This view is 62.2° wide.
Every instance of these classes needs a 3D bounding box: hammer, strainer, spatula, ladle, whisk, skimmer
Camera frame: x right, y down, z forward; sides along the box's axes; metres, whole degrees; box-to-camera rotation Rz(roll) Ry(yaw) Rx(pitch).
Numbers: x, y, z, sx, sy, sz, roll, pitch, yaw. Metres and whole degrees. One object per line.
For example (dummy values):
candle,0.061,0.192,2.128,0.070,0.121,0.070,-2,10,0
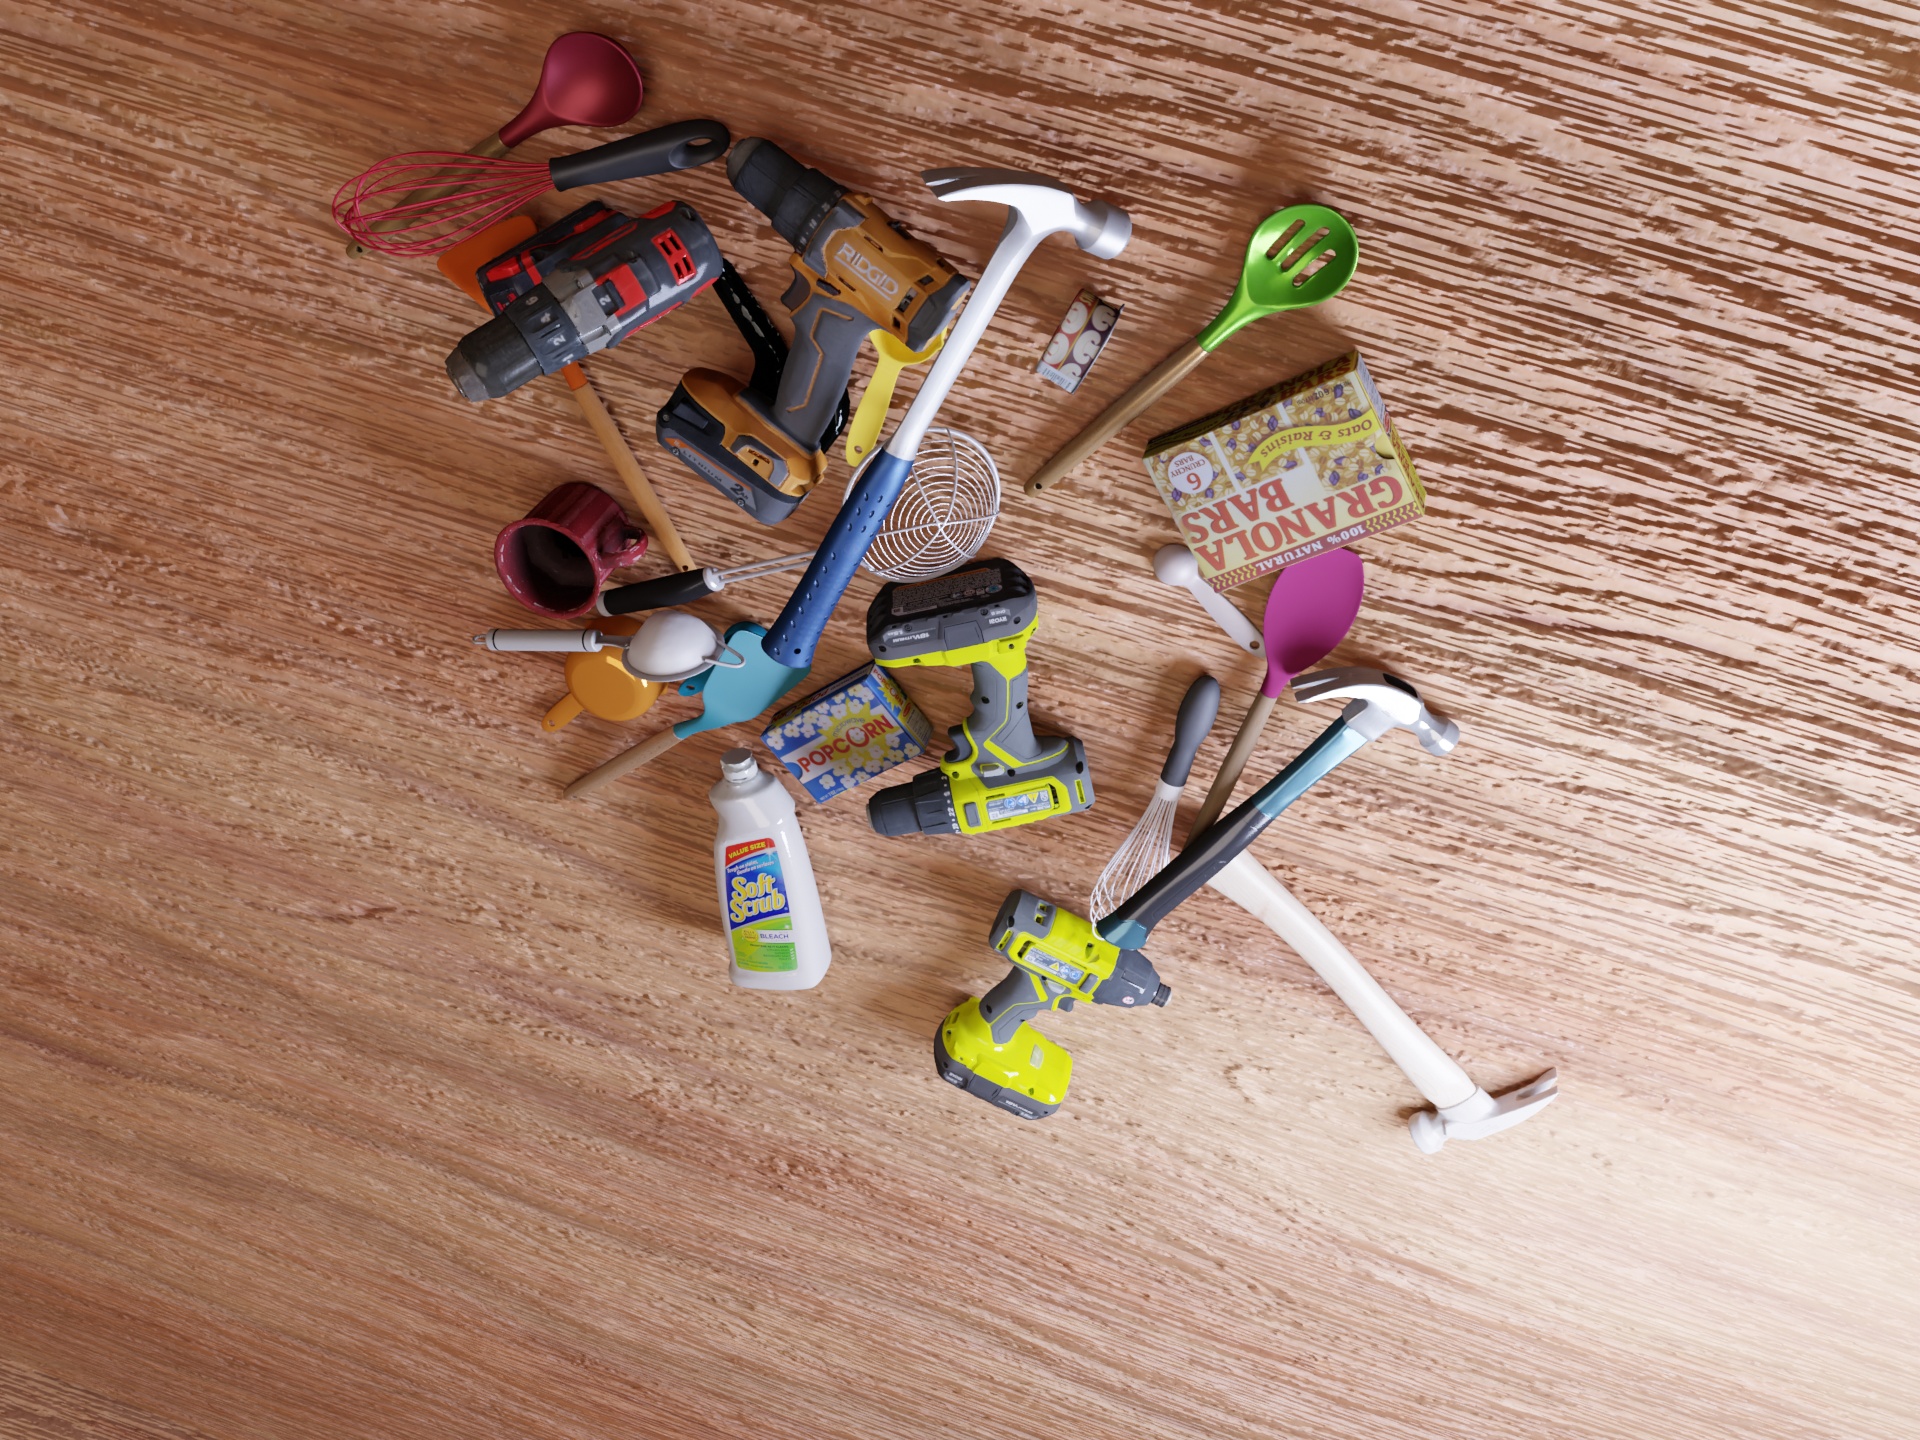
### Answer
hammer,0.236,0.080,1.285,0.128,0.033,0.331,35,116,-20
strainer,-0.303,-0.068,1.337,0.258,0.087,0.050,1,129,20
hammer,0.353,0.228,1.402,0.146,0.038,0.410,-35,109,32
spatula,-0.290,-0.241,1.258,0.081,0.041,0.322,-25,118,6
ladle,-0.349,-0.411,1.163,0.315,0.031,0.069,-20,126,30
spatula,-0.266,0.010,1.436,0.082,0.044,0.317,27,141,-37
hammer,-0.043,-0.197,1.103,0.144,0.035,0.405,10,128,-34
whisk,-0.306,-0.383,1.128,0.296,0.073,0.073,-10,122,7
whisk,0.169,0.082,1.342,0.070,0.070,0.284,18,123,4
skimmer,-0.141,-0.144,1.276,0.363,0.090,0.127,-9,136,31

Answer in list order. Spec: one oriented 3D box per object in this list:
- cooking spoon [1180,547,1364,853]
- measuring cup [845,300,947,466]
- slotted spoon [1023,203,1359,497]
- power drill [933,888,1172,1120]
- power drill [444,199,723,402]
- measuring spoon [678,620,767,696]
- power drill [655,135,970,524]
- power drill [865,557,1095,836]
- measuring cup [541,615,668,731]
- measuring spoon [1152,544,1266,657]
cooking spoon,0.235,-0.001,1.265,0.068,0.017,0.318,17,121,-6
measuring cup,-0.054,-0.257,1.185,0.062,0.029,0.156,26,131,-2
slotted spoon,0.152,-0.252,1.124,0.070,0.031,0.313,42,128,-14
power drill,0.081,0.271,1.485,0.171,0.080,0.223,27,129,-3
power drill,-0.270,-0.283,1.079,0.188,0.227,0.080,-35,116,-10
measuring spoon,-0.209,-0.055,1.385,0.042,0.021,0.128,23,142,-33
power drill,-0.127,-0.276,1.122,0.185,0.084,0.226,38,116,-5
power drill,-0.002,-0.004,1.296,0.190,0.080,0.228,-12,122,4
measuring cup,-0.333,-0.022,1.421,0.173,0.052,0.095,-35,109,32
measuring spoon,0.196,-0.088,1.233,0.124,0.018,0.034,42,126,-15
